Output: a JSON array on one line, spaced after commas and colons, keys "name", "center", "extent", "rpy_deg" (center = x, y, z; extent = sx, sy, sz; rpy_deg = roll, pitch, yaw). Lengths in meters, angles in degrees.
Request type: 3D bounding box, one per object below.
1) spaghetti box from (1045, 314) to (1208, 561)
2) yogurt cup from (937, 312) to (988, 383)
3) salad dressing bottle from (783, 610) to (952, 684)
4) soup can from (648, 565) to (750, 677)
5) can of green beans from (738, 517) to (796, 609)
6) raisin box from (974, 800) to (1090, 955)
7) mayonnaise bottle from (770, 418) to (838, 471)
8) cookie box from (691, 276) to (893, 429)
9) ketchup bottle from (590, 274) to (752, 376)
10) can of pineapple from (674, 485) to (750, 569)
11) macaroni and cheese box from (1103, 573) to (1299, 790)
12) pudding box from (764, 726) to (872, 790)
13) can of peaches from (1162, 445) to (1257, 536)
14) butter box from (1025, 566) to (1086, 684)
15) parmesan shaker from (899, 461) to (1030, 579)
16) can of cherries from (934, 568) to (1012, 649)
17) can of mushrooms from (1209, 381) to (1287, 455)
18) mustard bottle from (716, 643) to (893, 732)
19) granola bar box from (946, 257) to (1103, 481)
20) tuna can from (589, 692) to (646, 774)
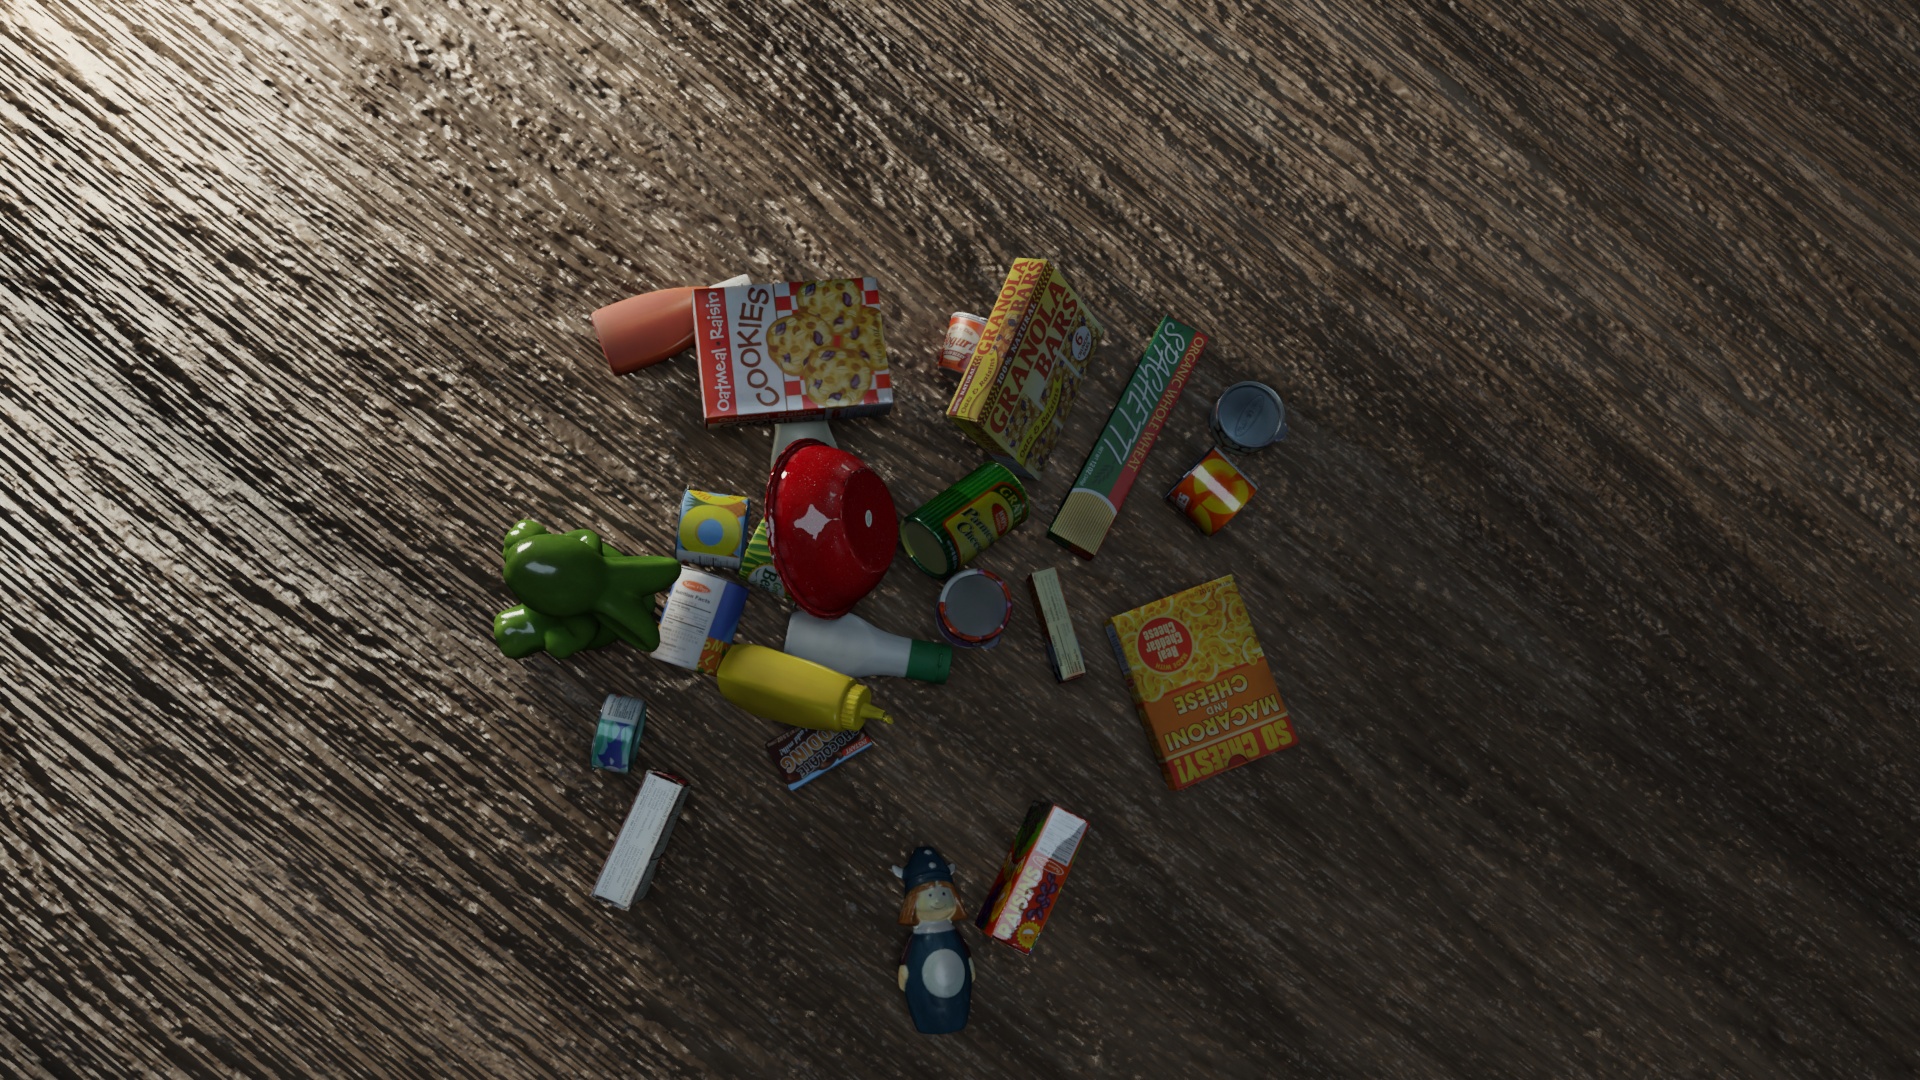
[{"name": "spaghetti box", "center": [0.160, -0.100, 1.318], "extent": [0.050, 0.028, 0.250], "rpy_deg": [29, 77, -1]}, {"name": "yogurt cup", "center": [0.013, -0.175, 1.300], "extent": [0.072, 0.072, 0.054], "rpy_deg": [23, 86, -1]}, {"name": "salad dressing bottle", "center": [-0.083, 0.099, 1.245], "extent": [0.148, 0.044, 0.064], "rpy_deg": [11, 74, -5]}, {"name": "soup can", "center": [-0.229, 0.072, 1.223], "extent": [0.071, 0.071, 0.084], "rpy_deg": [18, 82, -2]}, {"name": "can of green beans", "center": [-0.159, 0.016, 1.242], "extent": [0.058, 0.071, 0.071], "rpy_deg": [24, 78, 0]}, {"name": "raisin box", "center": [0.061, 0.290, 1.200], "extent": [0.040, 0.086, 0.123], "rpy_deg": [29, 77, -5]}, {"name": "mayonnaise bottle", "center": [-0.148, -0.120, 1.284], "extent": [0.065, 0.041, 0.148], "rpy_deg": [-6, 78, -9]}, {"name": "cookie box", "center": [-0.153, -0.169, 1.252], "extent": [0.168, 0.040, 0.123], "rpy_deg": [-6, 77, -10]}, {"name": "ketchup bottle", "center": [-0.261, -0.206, 1.287], "extent": [0.149, 0.043, 0.065], "rpy_deg": [-22, 83, -10]}, {"name": "can of pineapple", "center": [-0.221, -0.012, 1.240], "extent": [0.058, 0.071, 0.071], "rpy_deg": [7, 78, -5]}, {"name": "macaroni and cheese box", "center": [0.219, 0.130, 1.272], "extent": [0.124, 0.040, 0.166], "rpy_deg": [-19, 81, -9]}, {"name": "pudding box", "center": [-0.126, 0.181, 1.230], "extent": [0.084, 0.030, 0.049], "rpy_deg": [-28, 84, -10]}, {"name": "can of peaches", "center": [0.233, -0.044, 1.296], "extent": [0.058, 0.071, 0.071], "rpy_deg": [44, 78, 3]}, {"name": "butter box", "center": [0.087, 0.077, 1.262], "extent": [0.024, 0.053, 0.103], "rpy_deg": [-15, 80, -6]}, {"name": "parmesan shaker", "center": [0.004, -0.016, 1.252], "extent": [0.103, 0.071, 0.071], "rpy_deg": [-36, 84, -30]}, {"name": "can of cherries", "center": [0.014, 0.063, 1.254], "extent": [0.071, 0.058, 0.071], "rpy_deg": [1, 79, -5]}, {"name": "can of mushrooms", "center": [0.276, -0.115, 1.331], "extent": [0.071, 0.033, 0.071], "rpy_deg": [1, 78, -6]}, {"name": "mustard bottle", "center": [-0.129, 0.134, 1.199], "extent": [0.160, 0.065, 0.049], "rpy_deg": [14, 56, 16]}, {"name": "granola bar box", "center": [0.061, -0.156, 1.274], "extent": [0.039, 0.124, 0.166], "rpy_deg": [14, 74, 36]}, {"name": "tuna can", "center": [-0.295, 0.169, 1.198], "extent": [0.033, 0.071, 0.071], "rpy_deg": [13, 78, -5]}]
